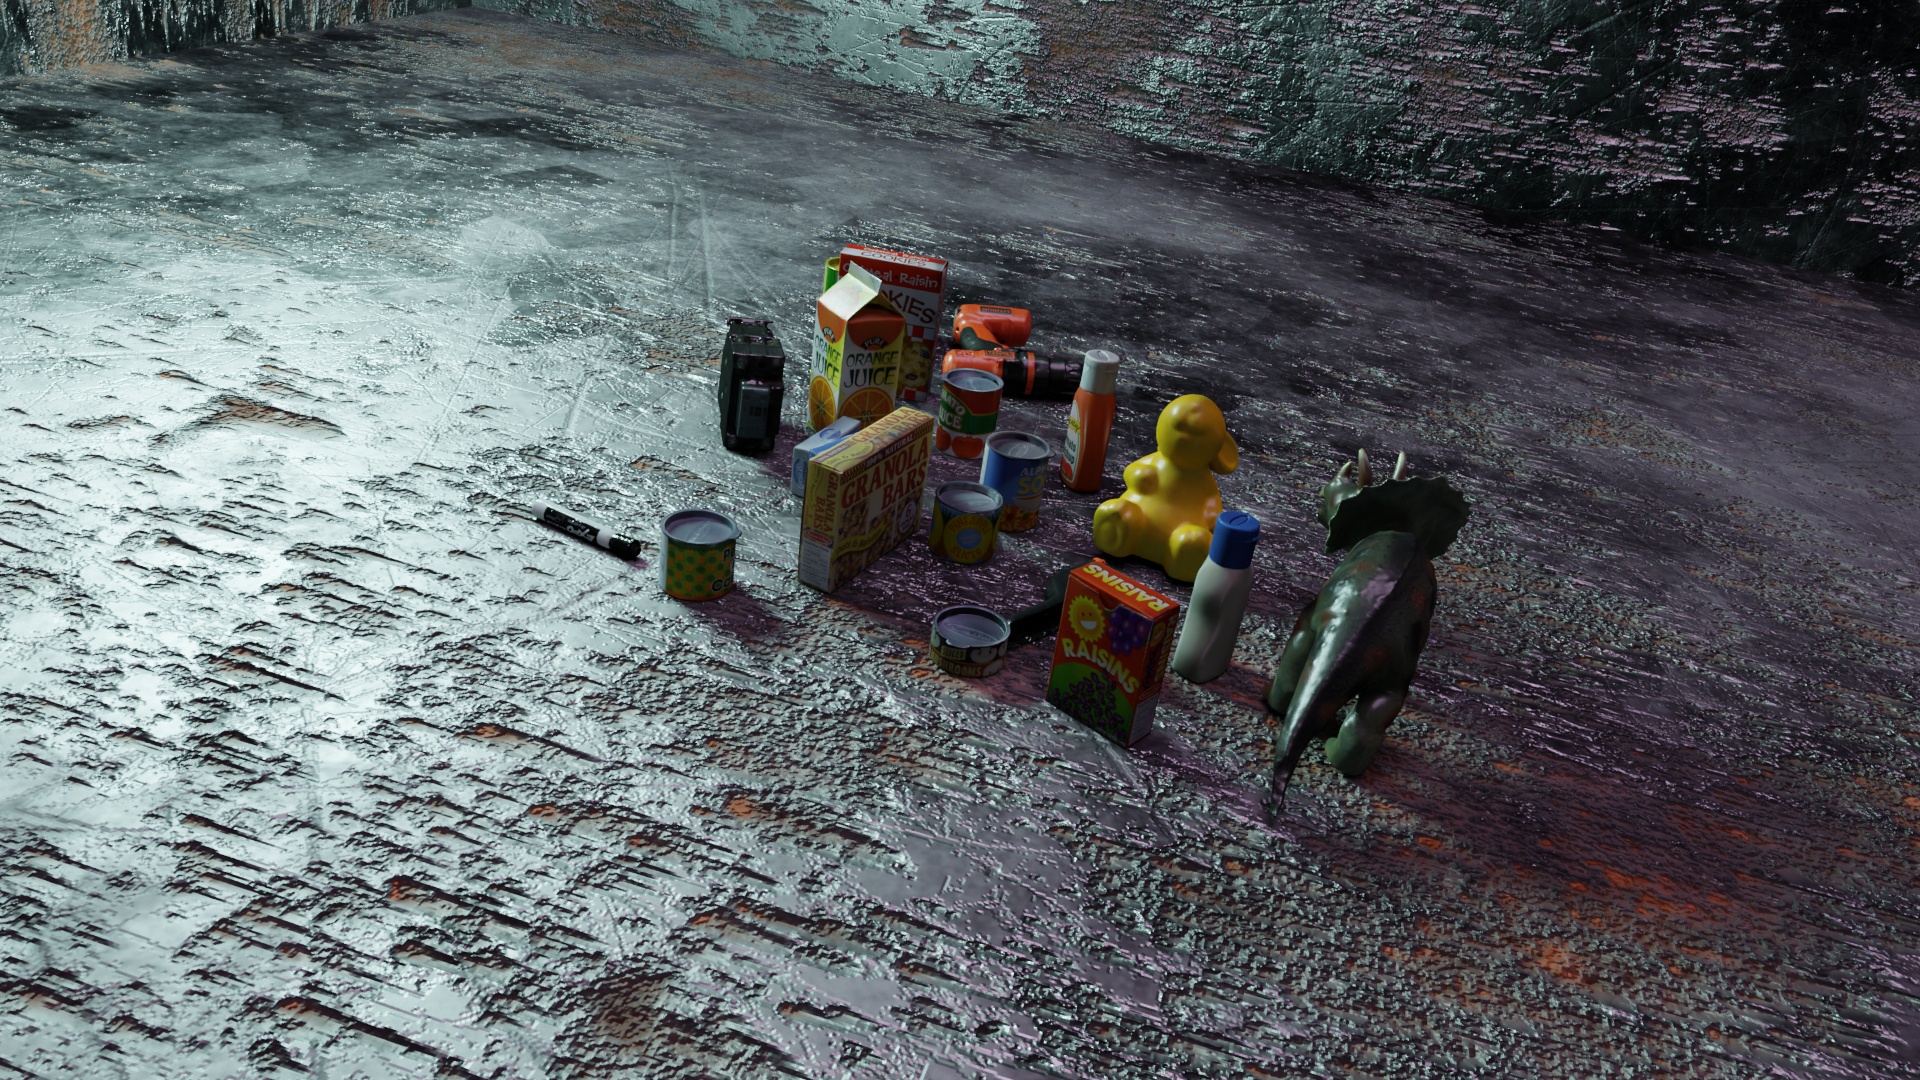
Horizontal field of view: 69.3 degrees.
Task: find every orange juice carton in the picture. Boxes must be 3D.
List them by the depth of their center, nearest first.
[{"bbox_3d":[-0.113,-0.200,1.504,0.073,0.191,0.072,-9,32,-30],"label":"orange juice carton"}]

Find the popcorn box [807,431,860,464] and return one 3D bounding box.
[{"bbox_3d":[-0.097,-0.061,1.362,0.038,0.084,0.127,26,32,30],"label":"popcorn box"}]

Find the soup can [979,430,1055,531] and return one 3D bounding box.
[{"bbox_3d":[0.055,-0.059,1.404,0.071,0.083,0.072,7,28,-4],"label":"soup can"}]

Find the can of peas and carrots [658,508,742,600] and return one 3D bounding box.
[{"bbox_3d":[-0.227,0.013,1.214,0.071,0.058,0.071,7,28,-4],"label":"can of peas and carrots"}]

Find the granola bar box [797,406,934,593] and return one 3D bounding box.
[{"bbox_3d":[-0.087,-0.041,1.285,0.039,0.123,0.166,20,30,21],"label":"granola bar box"}]

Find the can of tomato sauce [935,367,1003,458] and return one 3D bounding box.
[{"bbox_3d":[0.007,-0.141,1.546,0.071,0.082,0.071,7,28,-4],"label":"can of tomato sauce"}]

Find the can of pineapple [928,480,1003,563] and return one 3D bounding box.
[{"bbox_3d":[0.005,-0.017,1.338,0.071,0.057,0.071,7,28,-4],"label":"can of pineapple"}]

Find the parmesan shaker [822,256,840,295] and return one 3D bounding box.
[{"bbox_3d":[-0.144,-0.306,1.789,0.071,0.102,0.071,7,28,-4],"label":"parmesan shaker"}]

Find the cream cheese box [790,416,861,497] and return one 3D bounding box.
[{"bbox_3d":[-0.138,-0.086,1.432,0.024,0.053,0.104,19,29,18],"label":"cream cheese box"}]

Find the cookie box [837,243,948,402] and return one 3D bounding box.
[{"bbox_3d":[-0.087,-0.257,1.646,0.123,0.166,0.040,11,27,3],"label":"cookie box"}]

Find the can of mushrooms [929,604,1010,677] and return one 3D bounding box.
[{"bbox_3d":[0.006,0.086,1.172,0.071,0.033,0.071,7,28,-4],"label":"can of mushrooms"}]

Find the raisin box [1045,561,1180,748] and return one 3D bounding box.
[{"bbox_3d":[0.119,0.090,1.102,0.086,0.122,0.040,30,34,34],"label":"raisin box"}]

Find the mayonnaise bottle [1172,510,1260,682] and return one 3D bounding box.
[{"bbox_3d":[0.221,0.047,1.186,0.041,0.147,0.065,27,33,31],"label":"mayonnaise bottle"}]

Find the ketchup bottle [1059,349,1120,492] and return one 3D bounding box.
[{"bbox_3d":[0.141,-0.130,1.493,0.043,0.148,0.065,2,28,-14],"label":"ketchup bottle"}]
